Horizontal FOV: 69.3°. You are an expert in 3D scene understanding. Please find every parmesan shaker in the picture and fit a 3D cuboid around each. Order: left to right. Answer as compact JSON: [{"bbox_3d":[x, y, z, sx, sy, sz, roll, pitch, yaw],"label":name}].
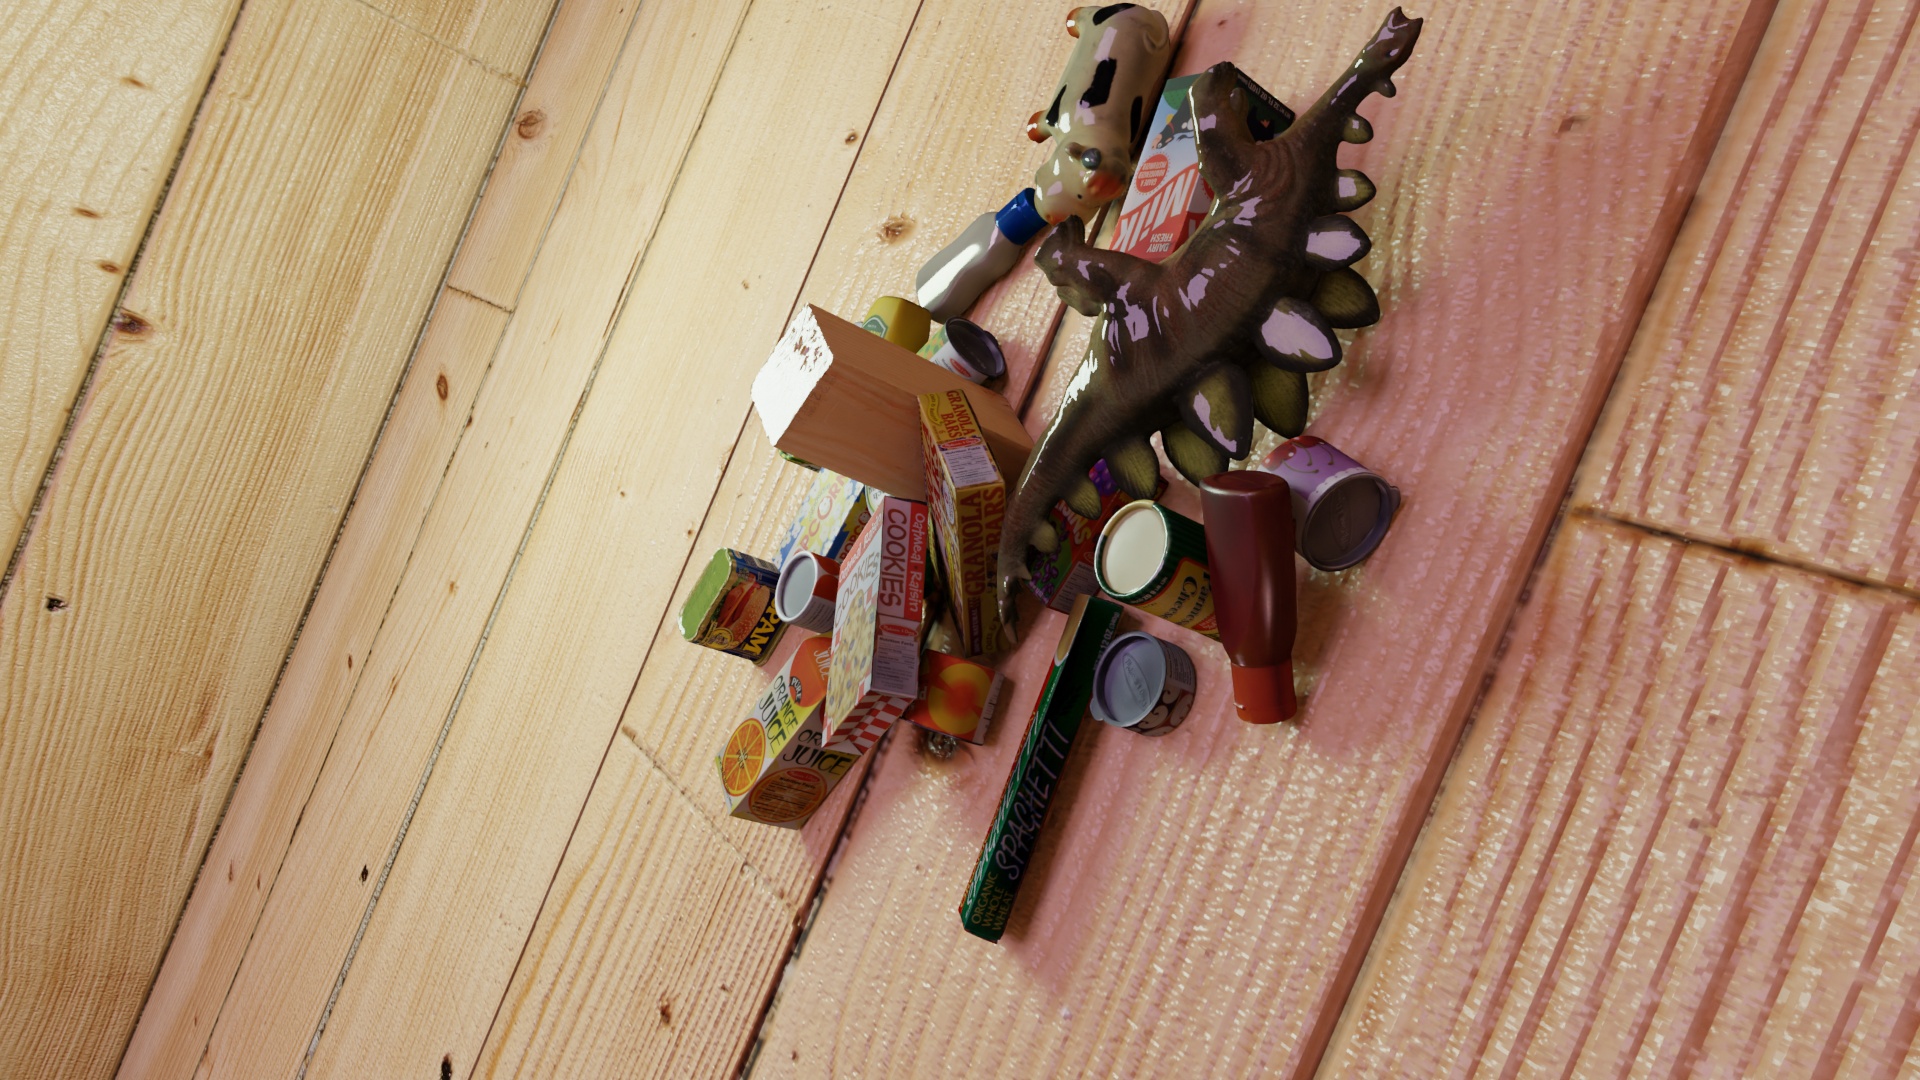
[{"bbox_3d":[0.141,0.022,0.886,0.071,0.103,0.071,-28,52,42],"label":"parmesan shaker"}]

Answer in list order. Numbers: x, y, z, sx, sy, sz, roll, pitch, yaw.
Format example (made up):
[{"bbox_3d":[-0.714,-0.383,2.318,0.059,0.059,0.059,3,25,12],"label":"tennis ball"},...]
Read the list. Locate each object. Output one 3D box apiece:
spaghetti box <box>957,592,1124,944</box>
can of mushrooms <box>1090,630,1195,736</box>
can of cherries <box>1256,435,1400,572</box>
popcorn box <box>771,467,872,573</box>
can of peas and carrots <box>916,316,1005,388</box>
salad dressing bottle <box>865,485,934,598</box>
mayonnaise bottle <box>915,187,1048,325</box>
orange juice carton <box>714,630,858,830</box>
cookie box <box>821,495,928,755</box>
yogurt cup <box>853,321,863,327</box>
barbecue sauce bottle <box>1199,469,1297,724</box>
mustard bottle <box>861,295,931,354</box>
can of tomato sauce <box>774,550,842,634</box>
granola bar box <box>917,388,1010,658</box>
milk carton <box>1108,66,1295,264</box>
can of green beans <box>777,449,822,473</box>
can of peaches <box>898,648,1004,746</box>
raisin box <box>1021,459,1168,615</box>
[{"bbox_3d":[0.056,0.157,0.975,0.050,0.029,0.250,176,115,-85],"label":"spaghetti box"},{"bbox_3d":[0.122,0.098,0.933,0.071,0.033,0.071,-27,52,42],"label":"can of mushrooms"},{"bbox_3d":[0.221,-0.024,0.844,0.071,0.071,0.058,-59,36,13],"label":"can of cherries"},{"bbox_3d":[-0.121,-0.010,1.302,0.126,0.038,0.085,-60,36,10],"label":"popcorn box"},{"bbox_3d":[-0.003,-0.151,1.203,0.058,0.071,0.071,-42,43,32],"label":"can of peas and carrots"},{"bbox_3d":[-0.049,-0.018,1.207,0.064,0.044,0.148,-28,53,25],"label":"salad dressing bottle"},{"bbox_3d":[0.020,-0.258,1.250,0.147,0.041,0.065,-35,48,36],"label":"mayonnaise bottle"},{"bbox_3d":[-0.126,0.155,1.191,0.192,0.073,0.072,-52,38,21],"label":"orange juice carton"},{"bbox_3d":[-0.065,0.066,1.084,0.122,0.040,0.168,127,151,-53],"label":"cookie box"},{"bbox_3d":[-0.085,-0.175,1.330,0.072,0.054,0.073,-28,51,41],"label":"yogurt cup"},{"bbox_3d":[0.176,0.035,0.829,0.065,0.044,0.148,-152,51,-68],"label":"barbecue sauce bottle"},{"bbox_3d":[-0.076,-0.139,1.244,0.065,0.049,0.160,14,83,57],"label":"mustard bottle"},{"bbox_3d":[-0.111,0.050,1.219,0.071,0.083,0.071,-28,52,42],"label":"can of tomato sauce"},{"bbox_3d":[0.004,-0.013,1.055,0.125,0.039,0.164,-111,14,-49],"label":"granola bar box"},{"bbox_3d":[0.169,-0.240,1.017,0.073,0.072,0.190,13,82,54],"label":"milk carton"},{"bbox_3d":[-0.137,-0.100,1.355,0.071,0.058,0.071,-28,51,42],"label":"can of green beans"},{"bbox_3d":[-0.008,0.118,1.059,0.071,0.071,0.058,11,80,54],"label":"can of peaches"},{"bbox_3d":[0.089,-0.017,1.032,0.123,0.040,0.086,-57,36,13],"label":"raisin box"}]
